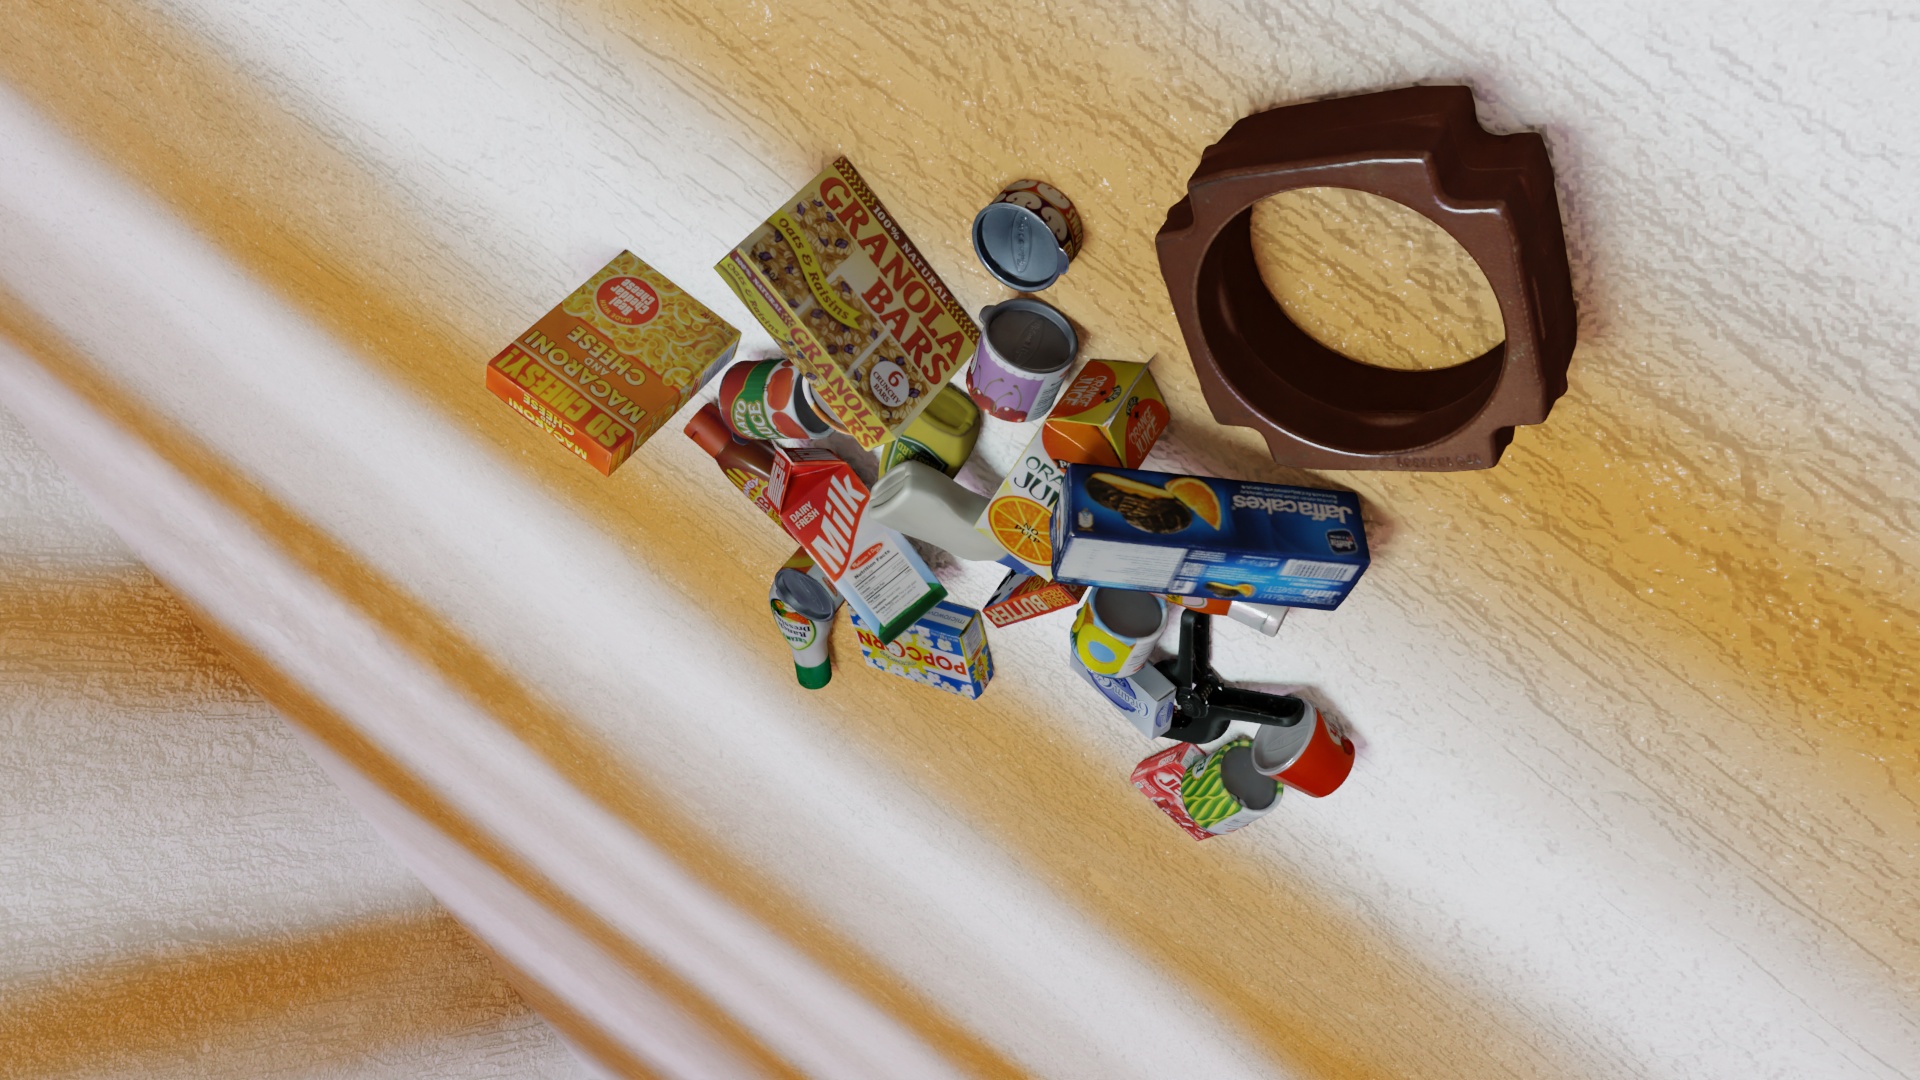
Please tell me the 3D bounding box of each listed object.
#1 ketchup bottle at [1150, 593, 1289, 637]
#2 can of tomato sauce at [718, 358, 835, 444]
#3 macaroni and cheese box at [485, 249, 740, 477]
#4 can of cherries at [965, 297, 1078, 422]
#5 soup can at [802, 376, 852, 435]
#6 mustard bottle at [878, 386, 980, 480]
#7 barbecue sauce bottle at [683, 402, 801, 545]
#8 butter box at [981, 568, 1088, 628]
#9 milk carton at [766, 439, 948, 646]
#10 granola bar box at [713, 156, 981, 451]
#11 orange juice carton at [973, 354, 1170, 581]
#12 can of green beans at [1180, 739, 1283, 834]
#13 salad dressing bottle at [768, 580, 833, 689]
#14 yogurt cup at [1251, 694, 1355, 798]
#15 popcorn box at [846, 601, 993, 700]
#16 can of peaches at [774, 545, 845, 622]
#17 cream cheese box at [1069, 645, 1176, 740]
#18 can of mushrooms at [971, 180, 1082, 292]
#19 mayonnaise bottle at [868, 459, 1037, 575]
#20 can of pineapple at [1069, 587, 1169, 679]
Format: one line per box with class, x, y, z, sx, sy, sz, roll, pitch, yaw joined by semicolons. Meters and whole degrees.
ketchup bottle;0.172;0.024;1.030;0.149;0.044;0.064;25;145;16
can of tomato sauce;-0.144;-0.113;1.126;0.083;0.071;0.071;2;131;38
macaroni and cheese box;-0.278;-0.145;1.122;0.124;0.167;0.040;36;145;3
can of cherries;0.039;-0.125;0.959;0.071;0.072;0.058;33;145;7
soup can;-0.065;-0.126;1.032;0.071;0.084;0.071;22;141;19
mustard bottle;-0.033;-0.059;1.108;0.065;0.049;0.159;32;144;3
barbecue sauce bottle;-0.178;-0.061;1.235;0.148;0.044;0.064;41;145;-4
butter box;0.066;0.037;1.126;0.024;0.053;0.103;48;143;-16
milk carton;-0.100;-0.010;1.178;0.190;0.073;0.072;53;174;-21
granola bar box;-0.074;-0.163;0.963;0.039;0.125;0.165;-19;117;50
orange juice carton;0.085;-0.057;0.990;0.073;0.072;0.191;36;145;2
can of green beans;0.227;0.206;1.163;0.071;0.071;0.057;39;144;-1
salad dressing bottle;-0.153;0.090;1.380;0.064;0.044;0.146;20;141;22
yogurt cup;0.269;0.164;1.082;0.054;0.073;0.072;34;146;-16
popcorn box;-0.036;0.092;1.286;0.127;0.038;0.084;14;139;29
can of peaches;-0.130;0.032;1.284;0.071;0.058;0.071;23;143;19
cream cheese box;0.133;0.112;1.144;0.104;0.024;0.053;42;148;35
can of mushrooms;0.046;-0.197;0.902;0.071;0.034;0.070;23;141;20
mayonnaise bottle;0.004;-0.014;1.084;0.148;0.041;0.064;24;145;-30
can of pineapple;0.124;0.066;1.097;0.071;0.071;0.057;31;143;9
